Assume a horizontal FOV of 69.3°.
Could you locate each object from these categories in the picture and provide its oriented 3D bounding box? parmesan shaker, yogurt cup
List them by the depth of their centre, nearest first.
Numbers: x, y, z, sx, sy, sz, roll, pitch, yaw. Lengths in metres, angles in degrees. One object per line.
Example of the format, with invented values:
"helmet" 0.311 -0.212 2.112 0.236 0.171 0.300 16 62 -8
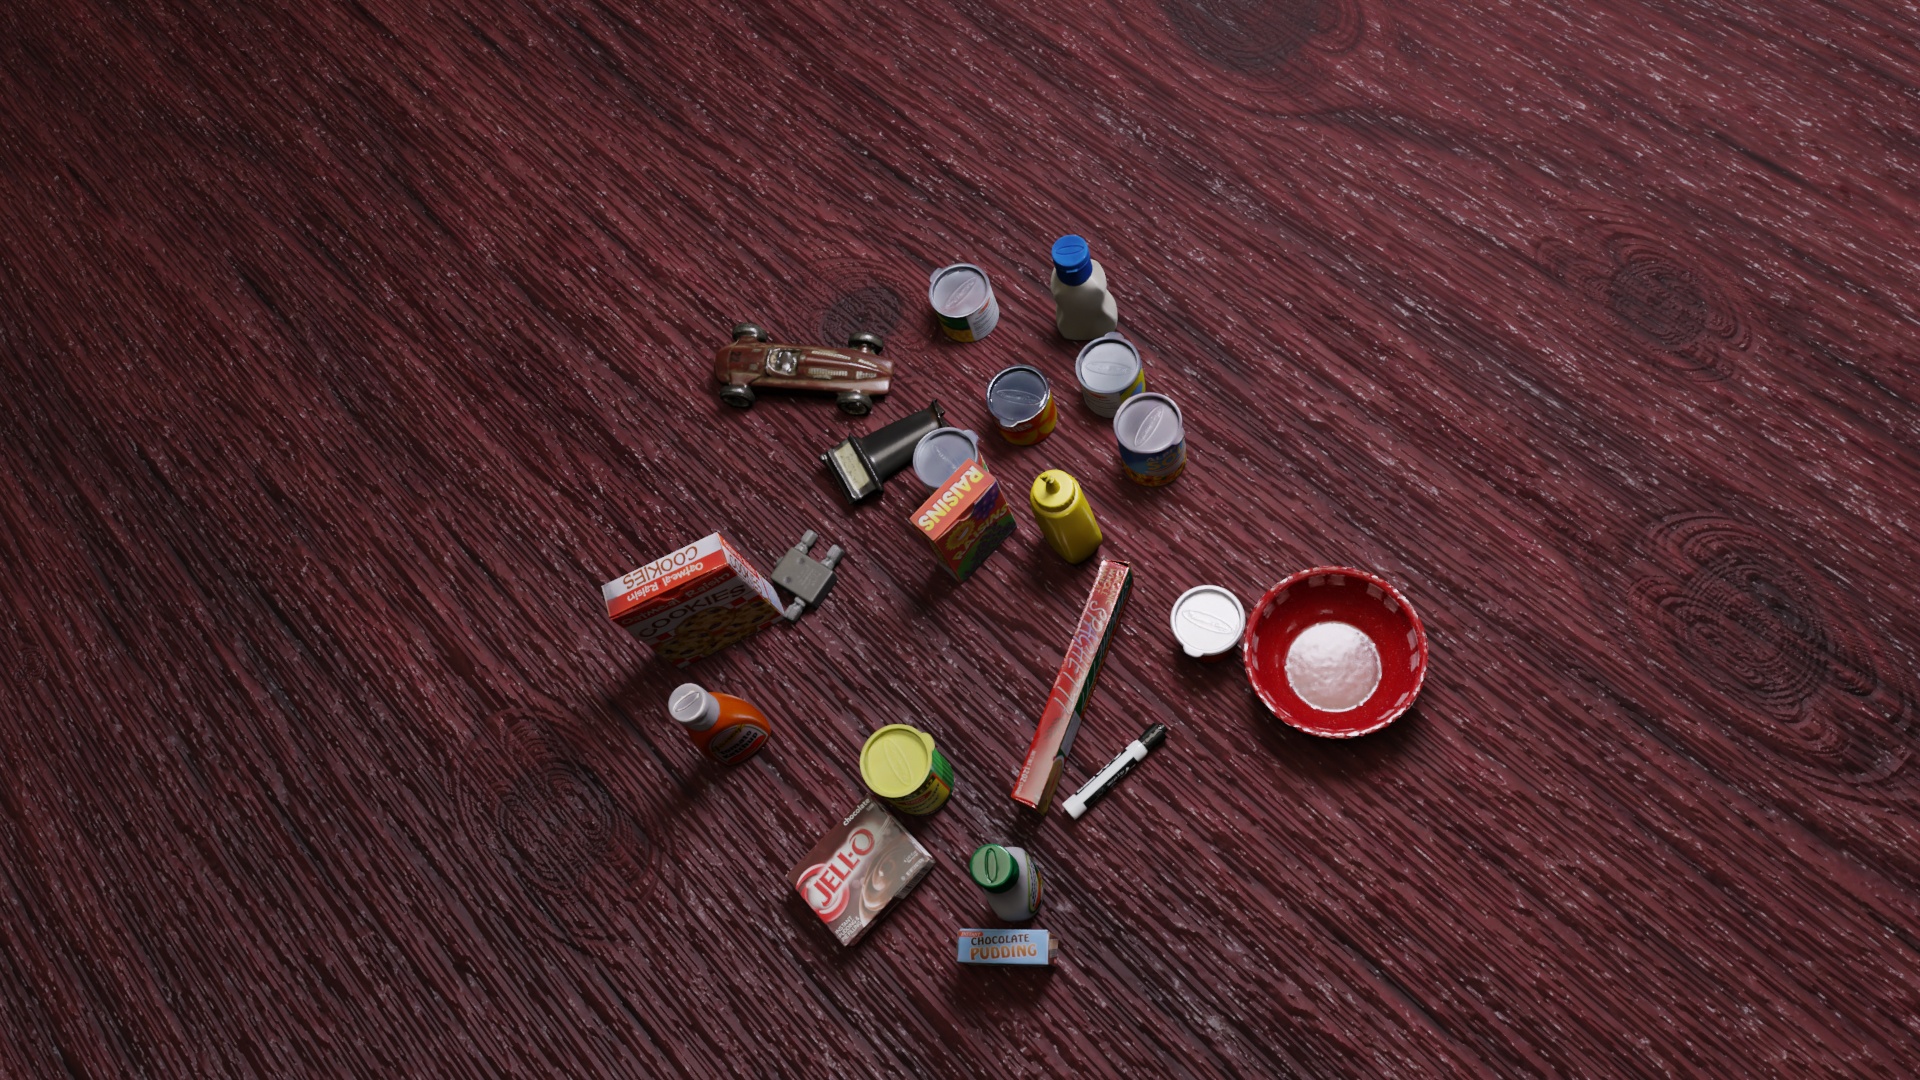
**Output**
"parmesan shaker" -0.045 0.214 1.286 0.071 0.102 0.071 -5 68 11
"yogurt cup" 0.233 0.082 1.304 0.072 0.053 0.072 -5 67 11

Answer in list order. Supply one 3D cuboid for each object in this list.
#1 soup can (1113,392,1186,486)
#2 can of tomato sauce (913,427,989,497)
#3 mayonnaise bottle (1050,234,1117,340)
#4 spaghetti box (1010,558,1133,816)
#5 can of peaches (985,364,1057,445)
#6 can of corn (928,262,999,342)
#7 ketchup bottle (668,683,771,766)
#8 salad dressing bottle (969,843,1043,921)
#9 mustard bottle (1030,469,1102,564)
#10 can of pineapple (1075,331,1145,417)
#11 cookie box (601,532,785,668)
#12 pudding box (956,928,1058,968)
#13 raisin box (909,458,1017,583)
"soup can" 0.191 -0.097 1.371 0.071 0.083 0.071 -5 68 11
"can of tomato sauce" -0.005 -0.069 1.404 0.071 0.083 0.071 -5 68 11
"mayonnaise bottle" 0.122 -0.256 1.416 0.065 0.147 0.041 -6 68 11
"spaghetti box" 0.109 0.136 1.312 0.029 0.050 0.251 17 73 19
"can of peaches" 0.063 -0.136 1.430 0.071 0.058 0.071 -5 68 11
"can of corn" 0.003 -0.256 1.492 0.071 0.058 0.071 -5 68 11
"ketchup bottle" -0.233 0.172 1.321 0.065 0.148 0.043 -37 65 -3
"salad dressing bottle" 0.040 0.295 1.209 0.044 0.147 0.064 -6 67 11
"mustard bottle" 0.097 -0.029 1.322 0.049 0.159 0.065 -38 65 -4
"can of pineapple" 0.155 -0.168 1.422 0.071 0.057 0.071 -5 68 11
"cookie box" -0.257 0.062 1.361 0.123 0.167 0.040 -26 65 2
"pudding box" 0.042 0.363 1.235 0.084 0.049 0.030 -2 68 12
"raisin box" 0.005 -0.017 1.358 0.086 0.123 0.040 -45 66 -7
